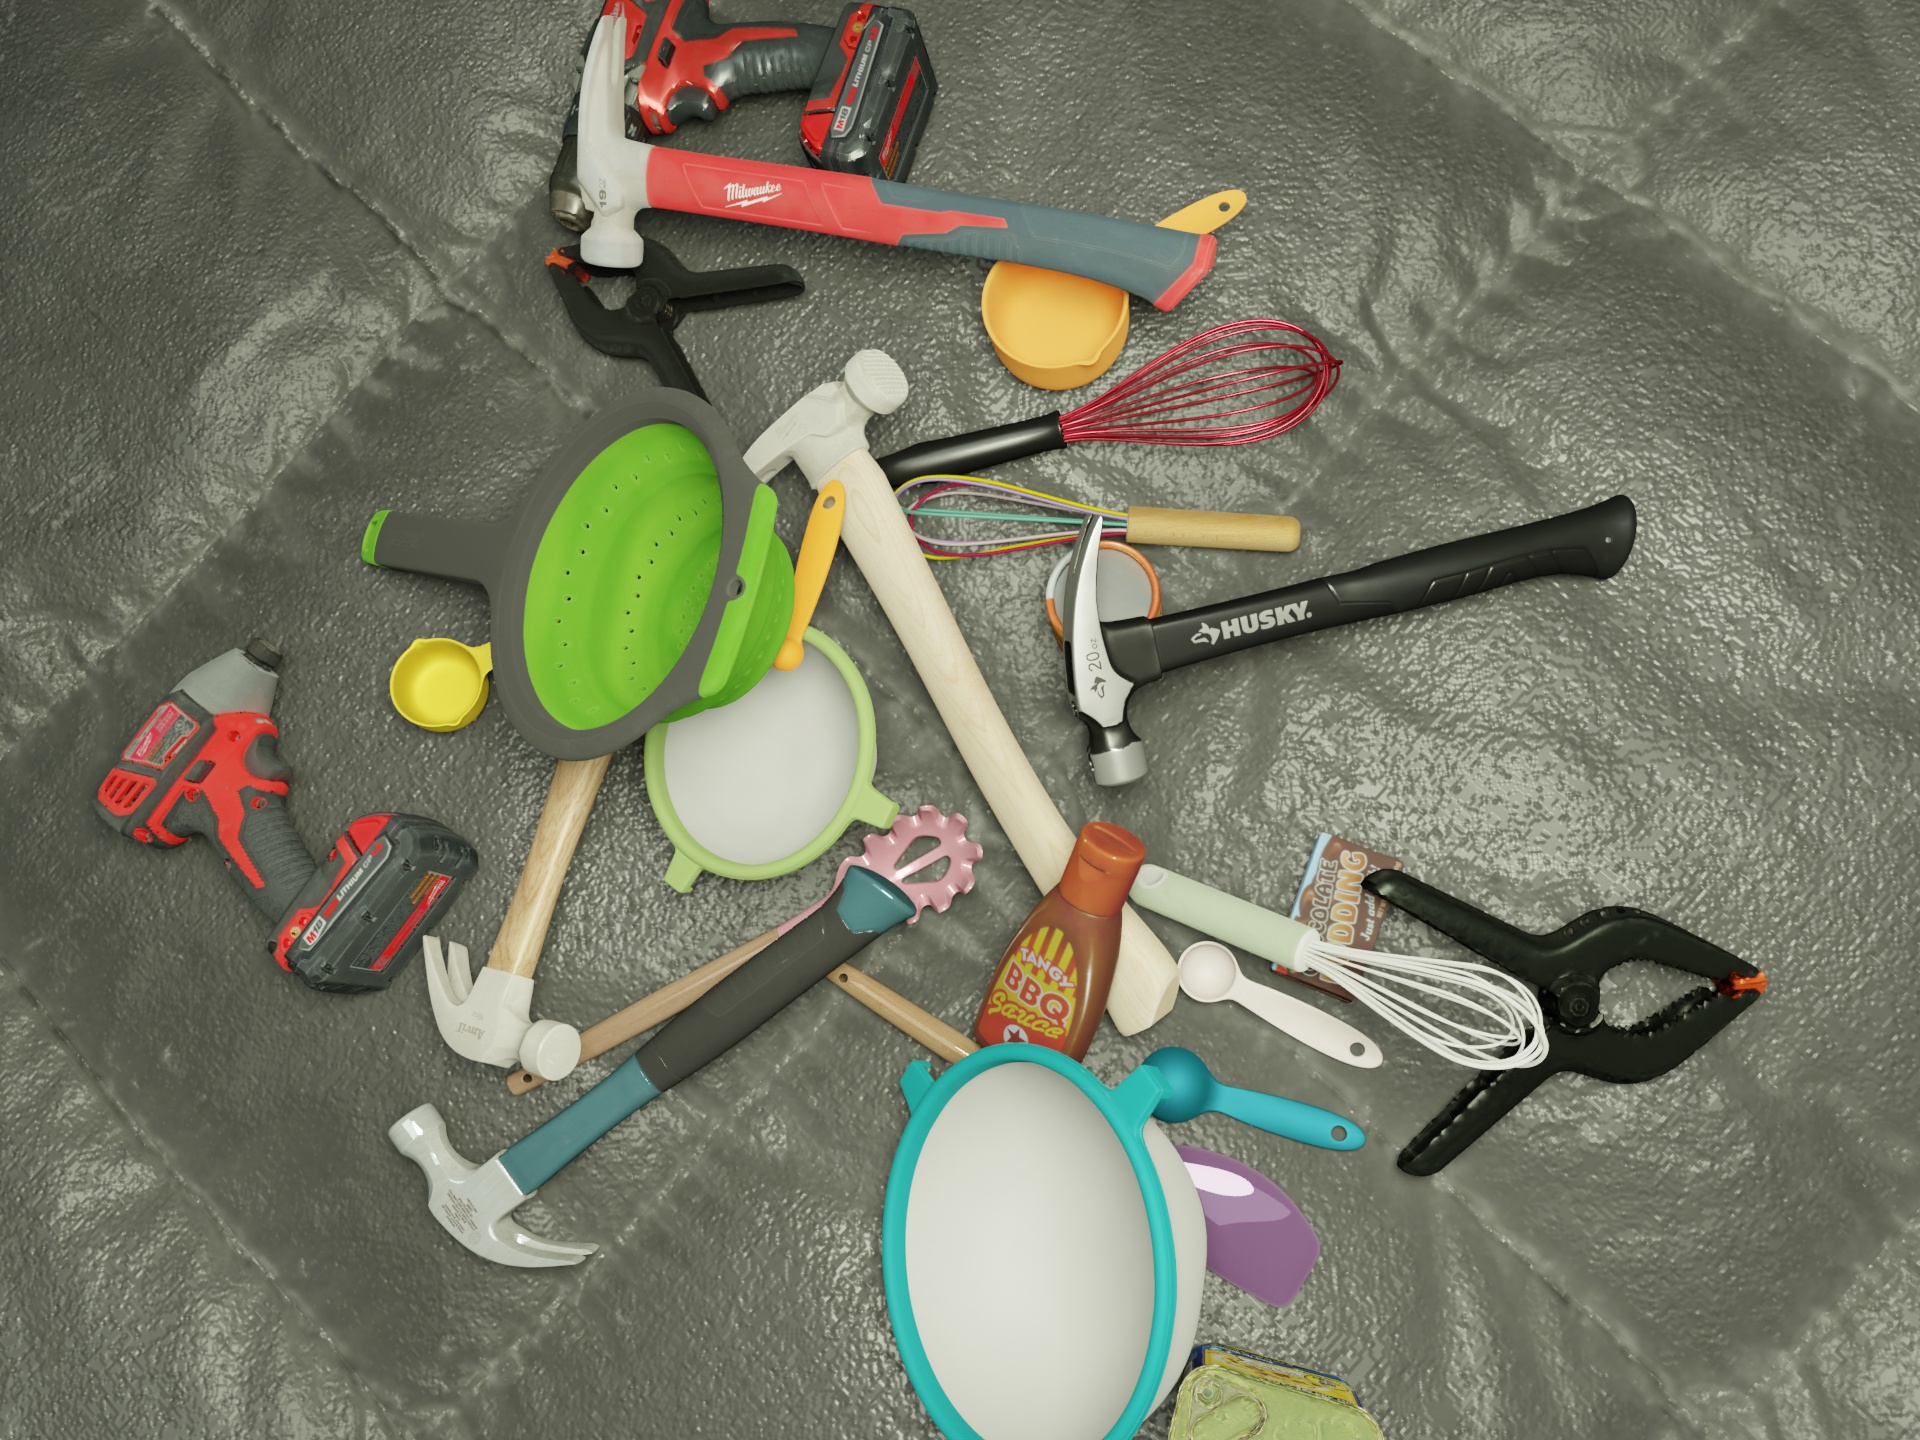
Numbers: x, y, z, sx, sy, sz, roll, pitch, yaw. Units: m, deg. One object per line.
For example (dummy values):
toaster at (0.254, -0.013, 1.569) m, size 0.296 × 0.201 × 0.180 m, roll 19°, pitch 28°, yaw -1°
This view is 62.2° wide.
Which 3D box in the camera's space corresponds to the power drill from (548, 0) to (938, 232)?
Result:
power drill at (-0.147, -0.384, 1.014) m, size 0.227 × 0.080 × 0.188 m, roll 17°, pitch 82°, yaw 14°

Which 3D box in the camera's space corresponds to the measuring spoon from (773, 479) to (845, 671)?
measuring spoon at (-0.086, -0.084, 0.897) m, size 0.021 × 0.011 × 0.117 m, roll 10°, pitch 76°, yaw 21°

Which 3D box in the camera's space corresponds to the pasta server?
pasta server at (-0.129, 0.140, 0.925) m, size 0.316 × 0.040 × 0.060 m, roll -29°, pitch 85°, yaw 4°

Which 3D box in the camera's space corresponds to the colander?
colander at (-0.217, -0.081, 0.921) m, size 0.397 × 0.094 × 0.204 m, roll 12°, pitch 84°, yaw 42°

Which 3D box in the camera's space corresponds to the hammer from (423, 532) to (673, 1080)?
hammer at (-0.230, 0.039, 0.943) m, size 0.130 × 0.031 × 0.331 m, roll 4°, pitch 71°, yaw 36°

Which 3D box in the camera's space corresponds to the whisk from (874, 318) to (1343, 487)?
whisk at (0.079, -0.179, 0.949) m, size 0.296 × 0.073 × 0.073 m, roll -12°, pitch 78°, yaw 11°

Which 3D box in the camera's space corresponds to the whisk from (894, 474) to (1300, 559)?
whisk at (0.077, -0.115, 0.947) m, size 0.245 × 0.051 × 0.047 m, roll 4°, pitch 88°, yaw 4°

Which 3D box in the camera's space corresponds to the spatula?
spatula at (0.056, 0.219, 0.893) m, size 0.316 × 0.018 × 0.060 m, roll 30°, pitch 89°, yaw 12°

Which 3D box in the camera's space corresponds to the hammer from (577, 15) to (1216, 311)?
hammer at (-0.041, -0.313, 0.929) m, size 0.386 × 0.038 × 0.143 m, roll 12°, pitch 114°, yaw 11°

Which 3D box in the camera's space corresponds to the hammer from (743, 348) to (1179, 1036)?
hammer at (-0.001, -0.003, 0.921) m, size 0.146 × 0.038 × 0.411 m, roll -34°, pitch 81°, yaw 35°

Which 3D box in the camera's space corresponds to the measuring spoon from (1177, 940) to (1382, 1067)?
measuring spoon at (0.179, 0.161, 0.891) m, size 0.124 × 0.018 × 0.034 m, roll 27°, pitch 96°, yaw 6°

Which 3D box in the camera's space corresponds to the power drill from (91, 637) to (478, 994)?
power drill at (-0.411, 0.054, 0.968) m, size 0.220 × 0.078 × 0.143 m, roll 35°, pitch 85°, yaw 16°

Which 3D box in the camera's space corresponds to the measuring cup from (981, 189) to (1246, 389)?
measuring cup at (0.096, -0.266, 0.966) m, size 0.173 × 0.052 × 0.095 m, roll -29°, pitch 76°, yaw 0°

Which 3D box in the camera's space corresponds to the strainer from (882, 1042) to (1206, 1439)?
strainer at (0.058, 0.338, 0.811) m, size 0.211 × 0.095 × 0.340 m, roll -13°, pitch 73°, yaw 48°

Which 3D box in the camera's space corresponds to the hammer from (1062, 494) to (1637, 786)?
hammer at (0.217, -0.075, 0.884) m, size 0.334 × 0.035 × 0.146 m, roll -14°, pitch 101°, yaw -6°

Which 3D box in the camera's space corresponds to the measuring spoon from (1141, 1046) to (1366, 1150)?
measuring spoon at (0.160, 0.213, 0.876) m, size 0.128 × 0.021 × 0.042 m, roll 14°, pitch 82°, yaw 12°

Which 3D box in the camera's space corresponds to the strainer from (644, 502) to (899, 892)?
strainer at (-0.116, -0.030, 0.942) m, size 0.151 × 0.069 × 0.256 m, roll -19°, pitch 72°, yaw 21°

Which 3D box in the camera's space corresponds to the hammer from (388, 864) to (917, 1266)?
hammer at (-0.166, 0.190, 0.903) m, size 0.331 × 0.033 × 0.128 m, roll -38°, pitch 83°, yaw 7°

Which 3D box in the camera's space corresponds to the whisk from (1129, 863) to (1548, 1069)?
whisk at (0.190, 0.125, 0.839) m, size 0.246 × 0.059 × 0.058 m, roll 20°, pitch 52°, yaw 38°

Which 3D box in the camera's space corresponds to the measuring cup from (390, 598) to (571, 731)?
measuring cup at (-0.278, -0.043, 0.996) m, size 0.156 × 0.029 × 0.062 m, roll -27°, pitch 77°, yaw -10°
